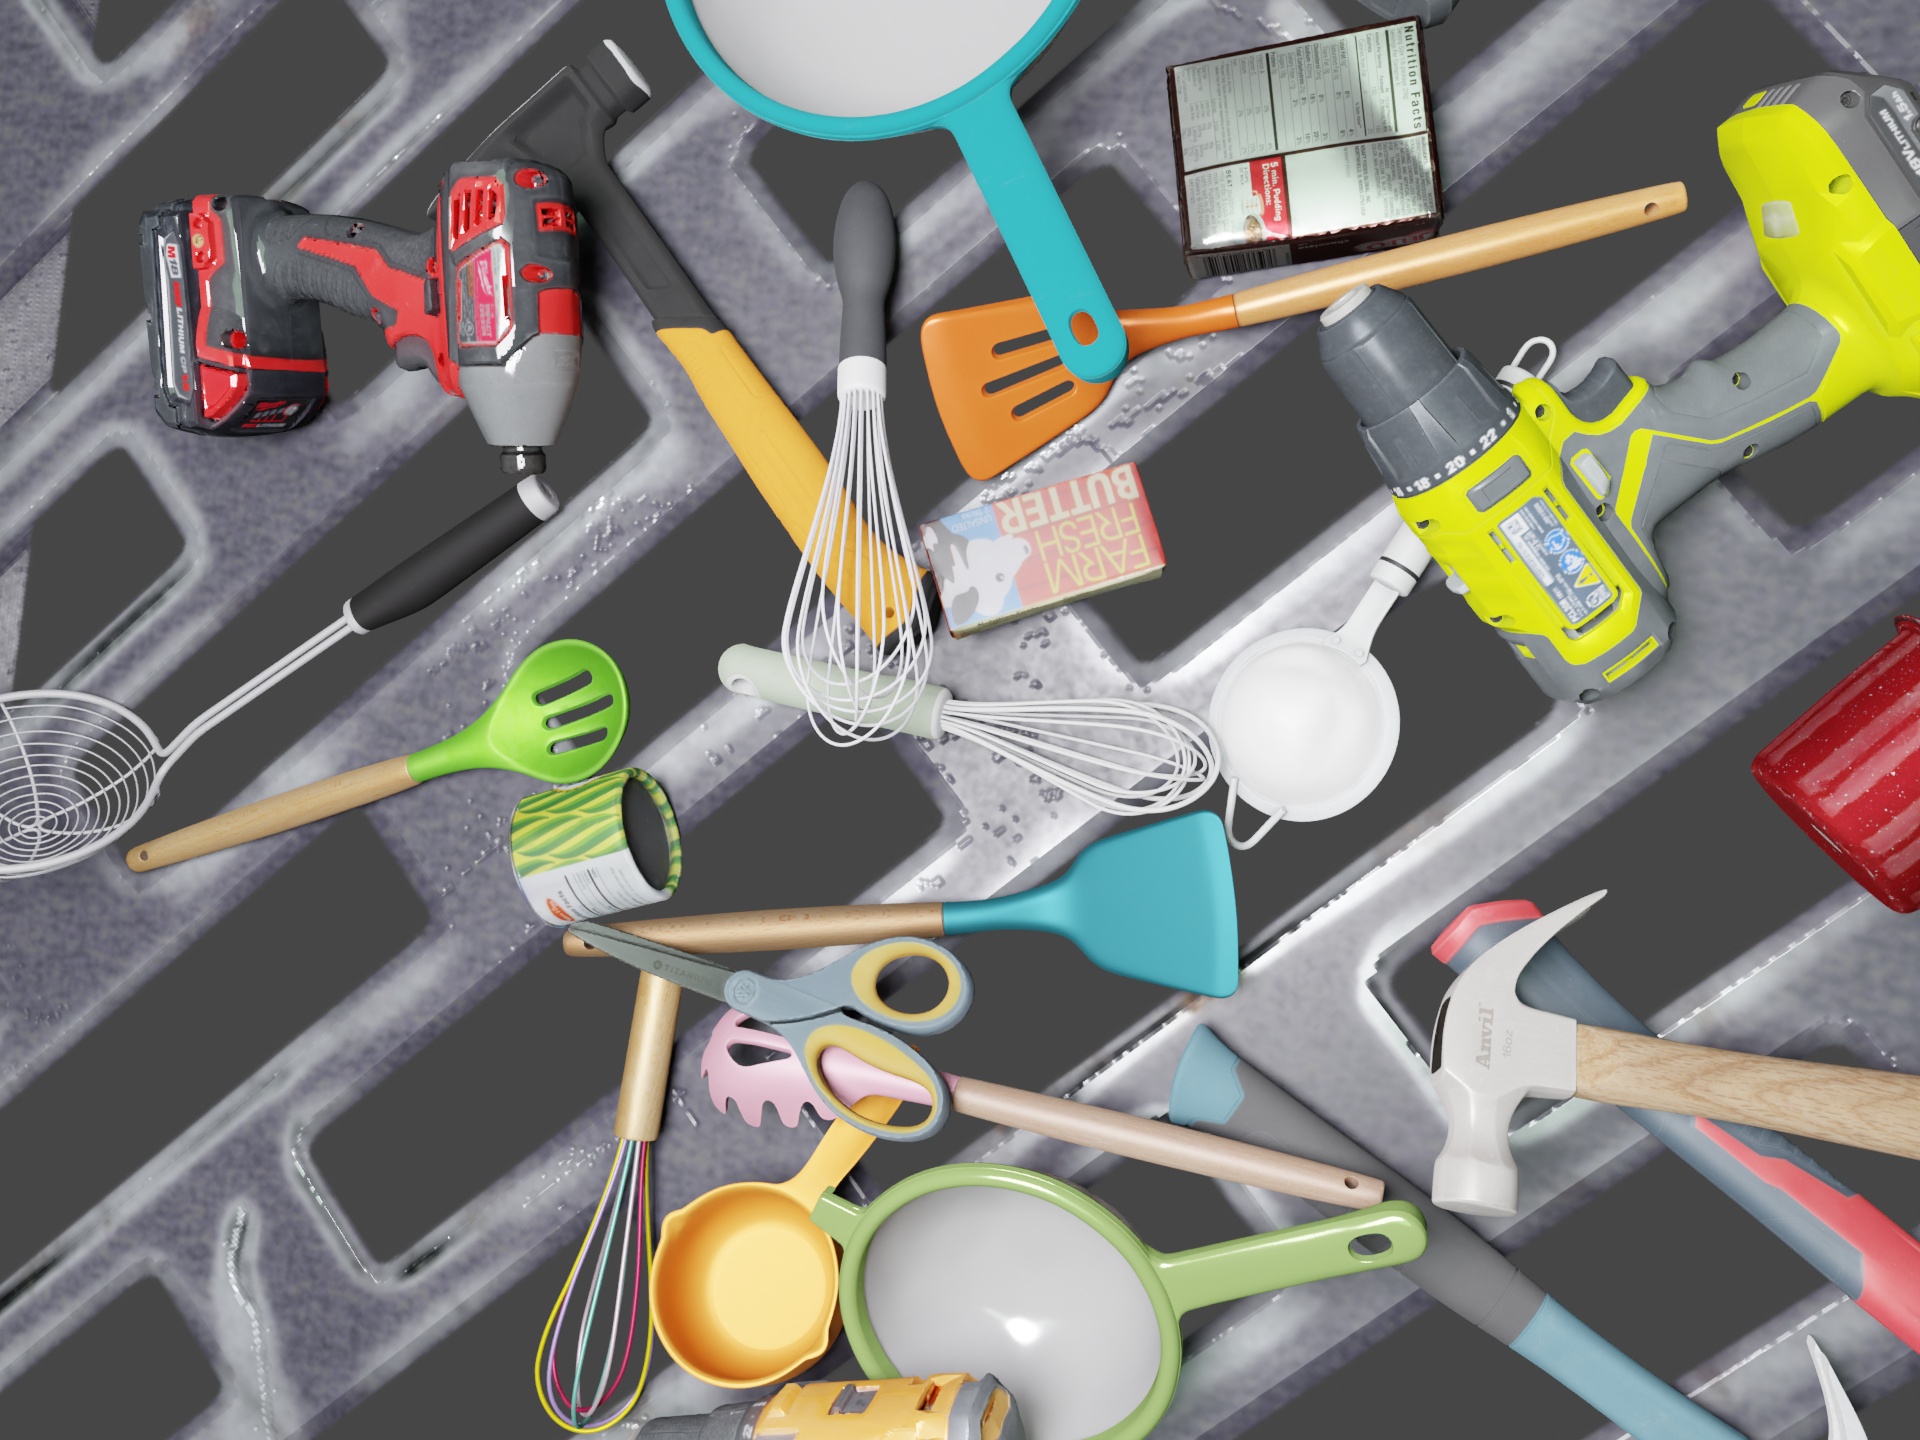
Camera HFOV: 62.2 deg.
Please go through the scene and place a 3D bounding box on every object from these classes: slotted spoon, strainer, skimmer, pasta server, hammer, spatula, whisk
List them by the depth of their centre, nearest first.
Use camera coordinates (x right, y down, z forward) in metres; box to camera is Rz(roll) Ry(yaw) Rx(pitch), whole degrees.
[{"bbox_3d":[0.350,0.147,0.614,0.331,0.031,0.130,9,67,3],"label":"hammer"},{"bbox_3d":[0.341,0.216,0.621,0.386,0.038,0.143,40,71,15],"label":"hammer"},{"bbox_3d":[0.226,0.245,0.673,0.331,0.033,0.128,35,98,13],"label":"hammer"},{"bbox_3d":[0.073,0.229,0.680,0.256,0.069,0.151,-20,100,21],"label":"strainer"},{"bbox_3d":[0.182,-0.057,0.691,0.087,0.050,0.258,34,93,27],"label":"strainer"},{"bbox_3d":[0.144,-0.181,0.692,0.322,0.041,0.081,-11,118,17],"label":"spatula"},{"bbox_3d":[0.026,0.174,0.705,0.316,0.040,0.060,10,59,16],"label":"pasta server"},{"bbox_3d":[0.002,-0.296,0.714,0.211,0.095,0.340,-26,83,14],"label":"strainer"},{"bbox_3d":[-0.046,-0.123,0.717,0.070,0.070,0.285,-6,69,14],"label":"whisk"},{"bbox_3d":[-0.034,0.093,0.730,0.317,0.044,0.082,-5,91,8],"label":"spatula"},{"bbox_3d":[-0.001,-0.002,0.736,0.246,0.057,0.059,13,57,17],"label":"whisk"},{"bbox_3d":[-0.165,0.222,0.769,0.047,0.051,0.245,8,87,20],"label":"whisk"},{"bbox_3d":[-0.124,-0.167,0.773,0.127,0.034,0.337,-38,80,10],"label":"hammer"},{"bbox_3d":[-0.373,-0.036,0.804,0.363,0.090,0.127,-31,50,9],"label":"skimmer"},{"bbox_3d":[-0.302,0.030,0.817,0.314,0.031,0.070,-18,84,15],"label":"slotted spoon"}]

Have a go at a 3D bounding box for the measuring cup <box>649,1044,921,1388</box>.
[{"bbox_3d":[-0.069,0.229,0.745,0.095,0.052,0.174,32,73,20],"label":"measuring cup"}]

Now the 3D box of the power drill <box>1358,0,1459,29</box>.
[{"bbox_3d":[0.163,-0.431,0.690,0.223,0.080,0.171,35,97,9],"label":"power drill"}]

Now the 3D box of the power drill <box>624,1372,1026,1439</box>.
[{"bbox_3d":[-0.044,0.393,0.690,0.185,0.084,0.226,-12,99,20],"label":"power drill"}]

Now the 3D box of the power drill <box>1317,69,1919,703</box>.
[{"bbox_3d":[0.272,-0.143,0.627,0.228,0.080,0.190,-39,102,9],"label":"power drill"}]

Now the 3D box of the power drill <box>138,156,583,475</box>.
[{"bbox_3d":[-0.283,-0.191,0.773,0.220,0.078,0.143,3,101,20],"label":"power drill"}]
